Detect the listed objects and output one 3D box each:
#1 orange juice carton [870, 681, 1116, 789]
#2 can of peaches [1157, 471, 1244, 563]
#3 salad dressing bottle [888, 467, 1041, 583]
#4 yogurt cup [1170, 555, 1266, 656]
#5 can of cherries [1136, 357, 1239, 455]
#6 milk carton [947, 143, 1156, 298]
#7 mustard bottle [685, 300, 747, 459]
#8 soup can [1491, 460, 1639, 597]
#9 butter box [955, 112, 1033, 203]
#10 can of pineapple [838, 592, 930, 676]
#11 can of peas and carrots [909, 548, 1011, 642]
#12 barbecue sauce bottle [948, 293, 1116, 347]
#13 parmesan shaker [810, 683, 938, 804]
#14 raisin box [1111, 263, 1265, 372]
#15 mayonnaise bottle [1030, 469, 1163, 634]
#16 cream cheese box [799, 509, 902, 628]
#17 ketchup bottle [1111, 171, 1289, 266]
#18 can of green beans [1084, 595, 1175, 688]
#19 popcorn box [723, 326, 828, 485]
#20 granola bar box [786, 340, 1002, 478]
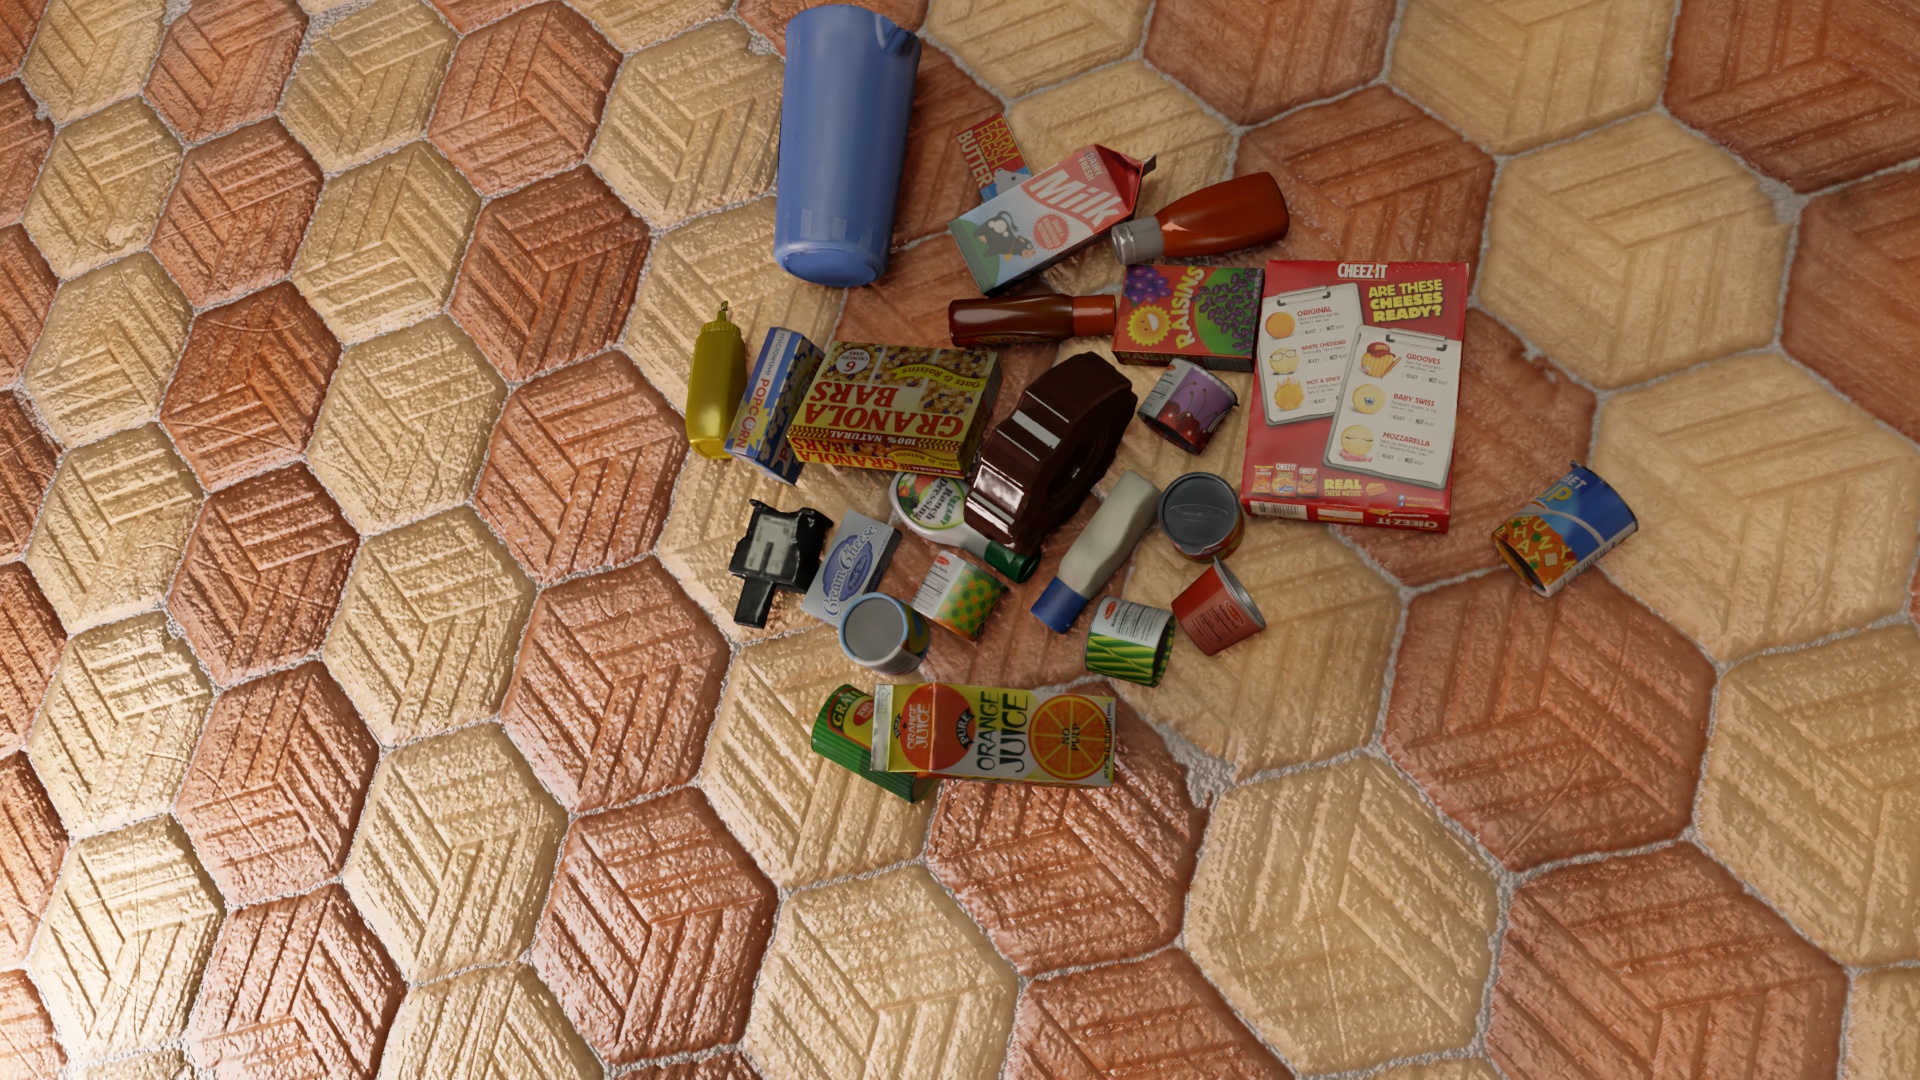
[{"bbox_3d":[0.024,0.158,1.121,0.193,0.073,0.072,6,76,-8],"label":"orange juice carton"},{"bbox_3d":[0.202,-0.016,1.162,0.071,0.058,0.071,-4,75,16],"label":"can of peaches"},{"bbox_3d":[0.004,-0.015,1.232,0.148,0.044,0.064,34,86,23],"label":"salad dressing bottle"},{"bbox_3d":[0.209,0.058,1.137,0.054,0.072,0.072,-37,67,14],"label":"yogurt cup"},{"bbox_3d":[0.196,-0.113,1.188,0.071,0.071,0.058,33,87,23],"label":"can of cherries"},{"bbox_3d":[0.091,-0.297,1.257,0.190,0.072,0.073,-27,91,8],"label":"milk carton"},{"bbox_3d":[-0.233,-0.159,1.341,0.049,0.065,0.161,-5,68,11],"label":"mustard bottle"},{"bbox_3d":[0.463,-0.009,1.072,0.084,0.071,0.071,-39,68,5],"label":"soup can"},{"bbox_3d":[0.038,-0.354,1.327,0.053,0.024,0.104,-26,69,9],"label":"butter box"},{"bbox_3d":[-0.067,0.081,1.221,0.071,0.058,0.071,-5,74,17],"label":"can of pineapple"},{"bbox_3d":[0.000,0.049,1.206,0.071,0.071,0.059,29,86,22],"label":"can of peas and carrots"},{"bbox_3d":[0.066,-0.201,1.257,0.148,0.065,0.043,-2,94,9],"label":"barbecue sauce bottle"},{"bbox_3d":[-0.066,0.172,1.192,0.103,0.071,0.071,23,83,21],"label":"parmesan shaker"},{"bbox_3d":[0.202,-0.196,1.222,0.123,0.040,0.086,6,78,20],"label":"raisin box"},{"bbox_3d":[0.117,0.011,1.181,0.041,0.064,0.148,37,92,22],"label":"mayonnaise bottle"},{"bbox_3d":[-0.100,0.028,1.264,0.053,0.024,0.104,22,82,23],"label":"cream cheese box"},{"bbox_3d":[0.209,-0.278,1.221,0.149,0.043,0.065,-15,65,-3],"label":"ketchup bottle"},{"bbox_3d":[0.141,0.084,1.149,0.058,0.071,0.071,14,80,20],"label":"can of green beans"},{"bbox_3d":[-0.165,-0.125,1.295,0.038,0.085,0.127,16,81,22],"label":"popcorn box"},{"bbox_3d":[-0.057,-0.121,1.262,0.165,0.039,0.125,7,54,19],"label":"granola bar box"}]
